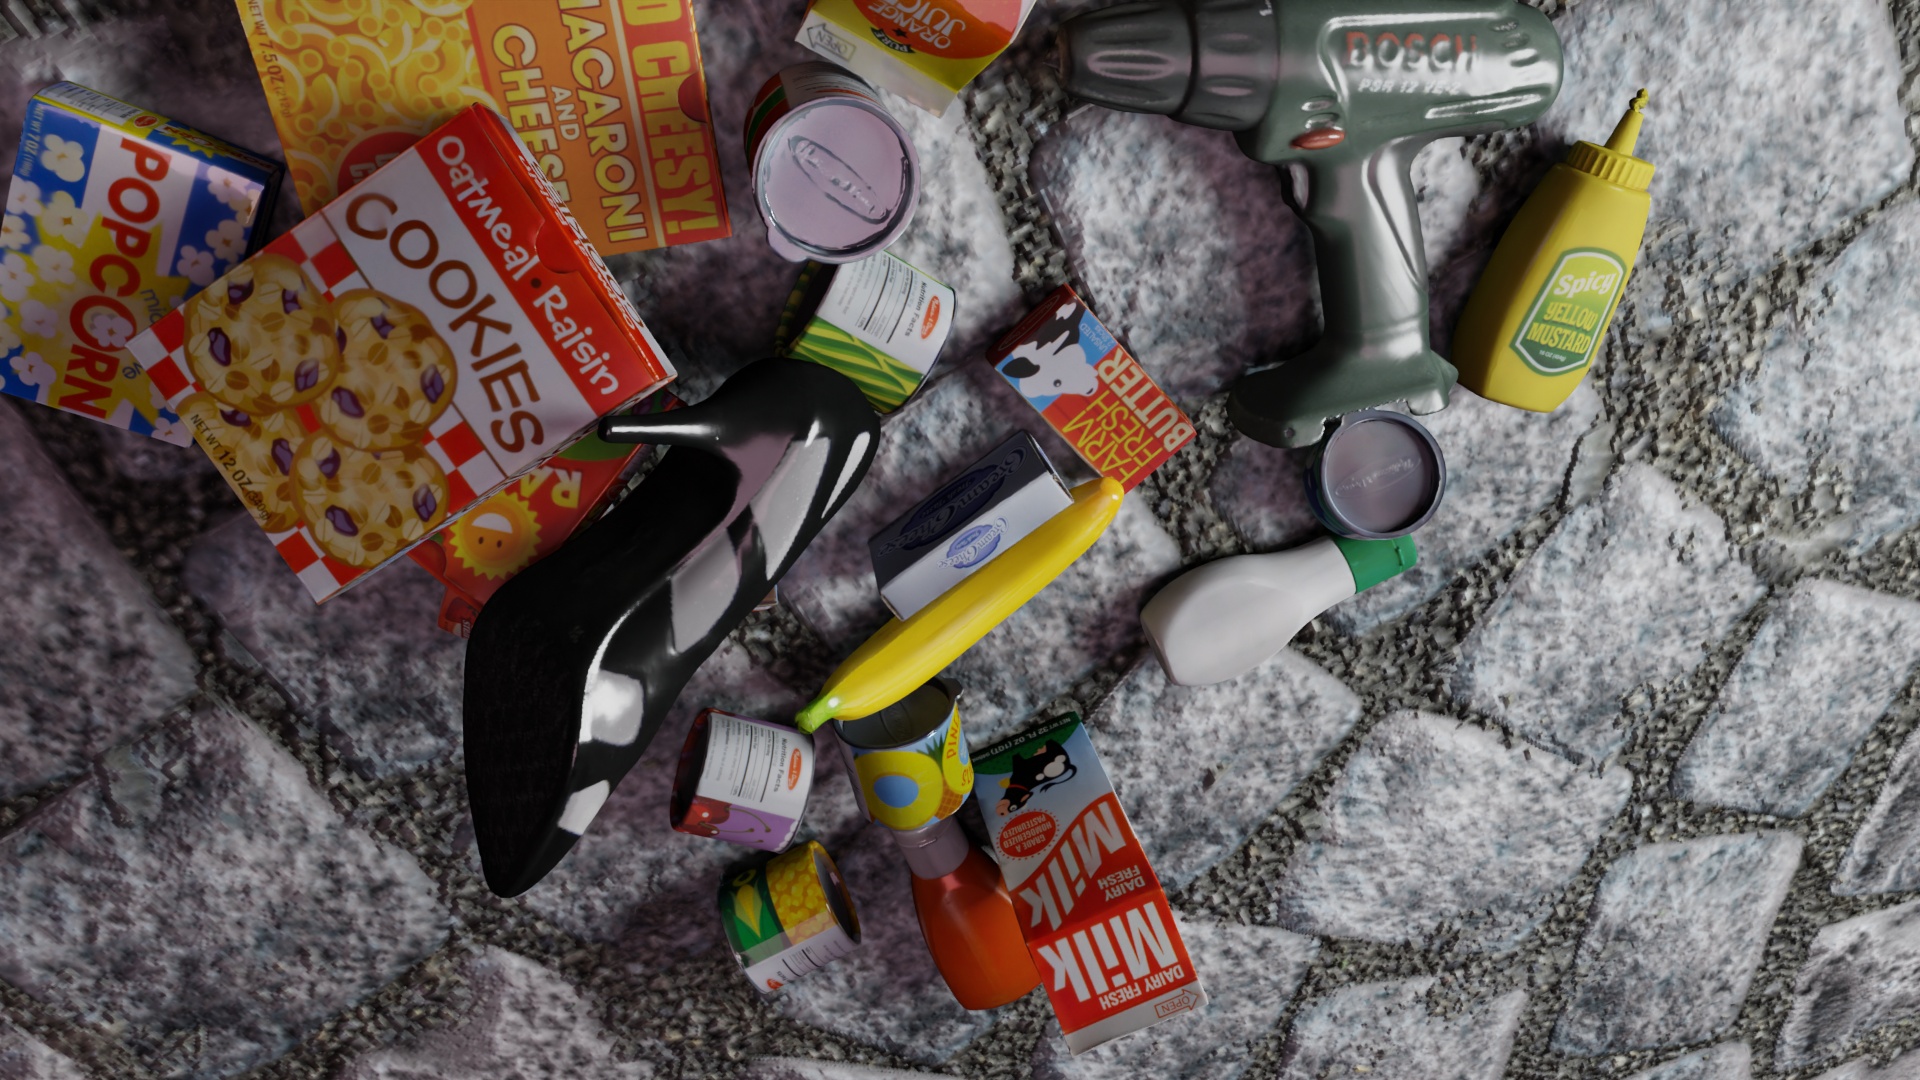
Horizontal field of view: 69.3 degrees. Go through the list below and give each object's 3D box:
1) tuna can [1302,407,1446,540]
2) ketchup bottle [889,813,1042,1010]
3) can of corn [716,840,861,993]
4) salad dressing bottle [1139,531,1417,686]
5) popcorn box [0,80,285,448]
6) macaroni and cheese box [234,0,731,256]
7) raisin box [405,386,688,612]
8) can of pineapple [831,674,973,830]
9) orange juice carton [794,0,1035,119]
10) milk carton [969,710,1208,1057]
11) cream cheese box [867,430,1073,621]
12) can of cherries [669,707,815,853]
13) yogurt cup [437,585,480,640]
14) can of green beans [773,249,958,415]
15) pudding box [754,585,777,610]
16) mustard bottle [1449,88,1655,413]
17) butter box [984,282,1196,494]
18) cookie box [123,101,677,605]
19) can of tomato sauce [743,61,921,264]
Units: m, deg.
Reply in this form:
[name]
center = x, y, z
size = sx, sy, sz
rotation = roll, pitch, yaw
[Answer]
[tuna can]
center = 0.212, -0.035, 0.719
size = 0.071, 0.033, 0.071
rotation = 0, 88, -4
[ketchup bottle]
center = 0.001, 0.208, 0.809
size = 0.065, 0.044, 0.148
rotation = -24, 120, 0
[can of corn]
center = -0.096, 0.207, 0.777
size = 0.058, 0.071, 0.071
rotation = -26, 120, 1
[salad dressing bottle]
center = 0.172, 0.029, 0.753
size = 0.148, 0.044, 0.064
rotation = -25, 115, -1
[popcorn box]
center = -0.339, -0.110, 0.567
size = 0.085, 0.038, 0.126
rotation = 19, 112, -21
[macaroni and cheese box]
center = -0.186, -0.174, 0.566
size = 0.167, 0.040, 0.123
rotation = -10, 120, -7
[raisin box]
center = -0.191, -0.037, 0.604
size = 0.086, 0.040, 0.123
rotation = 38, 88, -3
[can of pineapple]
center = -0.028, 0.110, 0.737
size = 0.071, 0.071, 0.057
rotation = -15, 121, -4
[orange juice carton]
center = 0.010, -0.266, 0.542
size = 0.072, 0.073, 0.192
rotation = 23, 111, -23
[milk carton]
center = 0.064, 0.182, 0.724
size = 0.072, 0.191, 0.073
rotation = -23, 120, 0
[cream cheese box]
center = 0.002, -0.009, 0.689
size = 0.104, 0.053, 0.024
rotation = -35, 119, 7
[can of cherries]
center = -0.116, 0.127, 0.728
size = 0.058, 0.072, 0.071
rotation = 17, 113, -20
[yogurt cup]
center = -0.210, 0.023, 0.653
size = 0.054, 0.073, 0.072
rotation = 19, 112, -12
[can of green beans]
center = -0.043, -0.098, 0.624
size = 0.058, 0.071, 0.071
rotation = 27, 109, -23
[pudding box]
center = -0.114, 0.019, 0.660
size = 0.050, 0.083, 0.030
rotation = -4, 86, -10
[mustard bottle]
center = 0.300, -0.143, 0.686
size = 0.065, 0.049, 0.159
rotation = 9, 115, -18
[butter box]
center = 0.065, -0.073, 0.685
size = 0.053, 0.024, 0.103
rotation = -42, 118, 11
[cookie box]
center = -0.216, -0.071, 0.545
size = 0.167, 0.040, 0.123
rotation = -32, 99, 6
[can of tomato sauce]
center = -0.057, -0.157, 0.579
size = 0.071, 0.083, 0.070
rotation = -5, 119, -10
